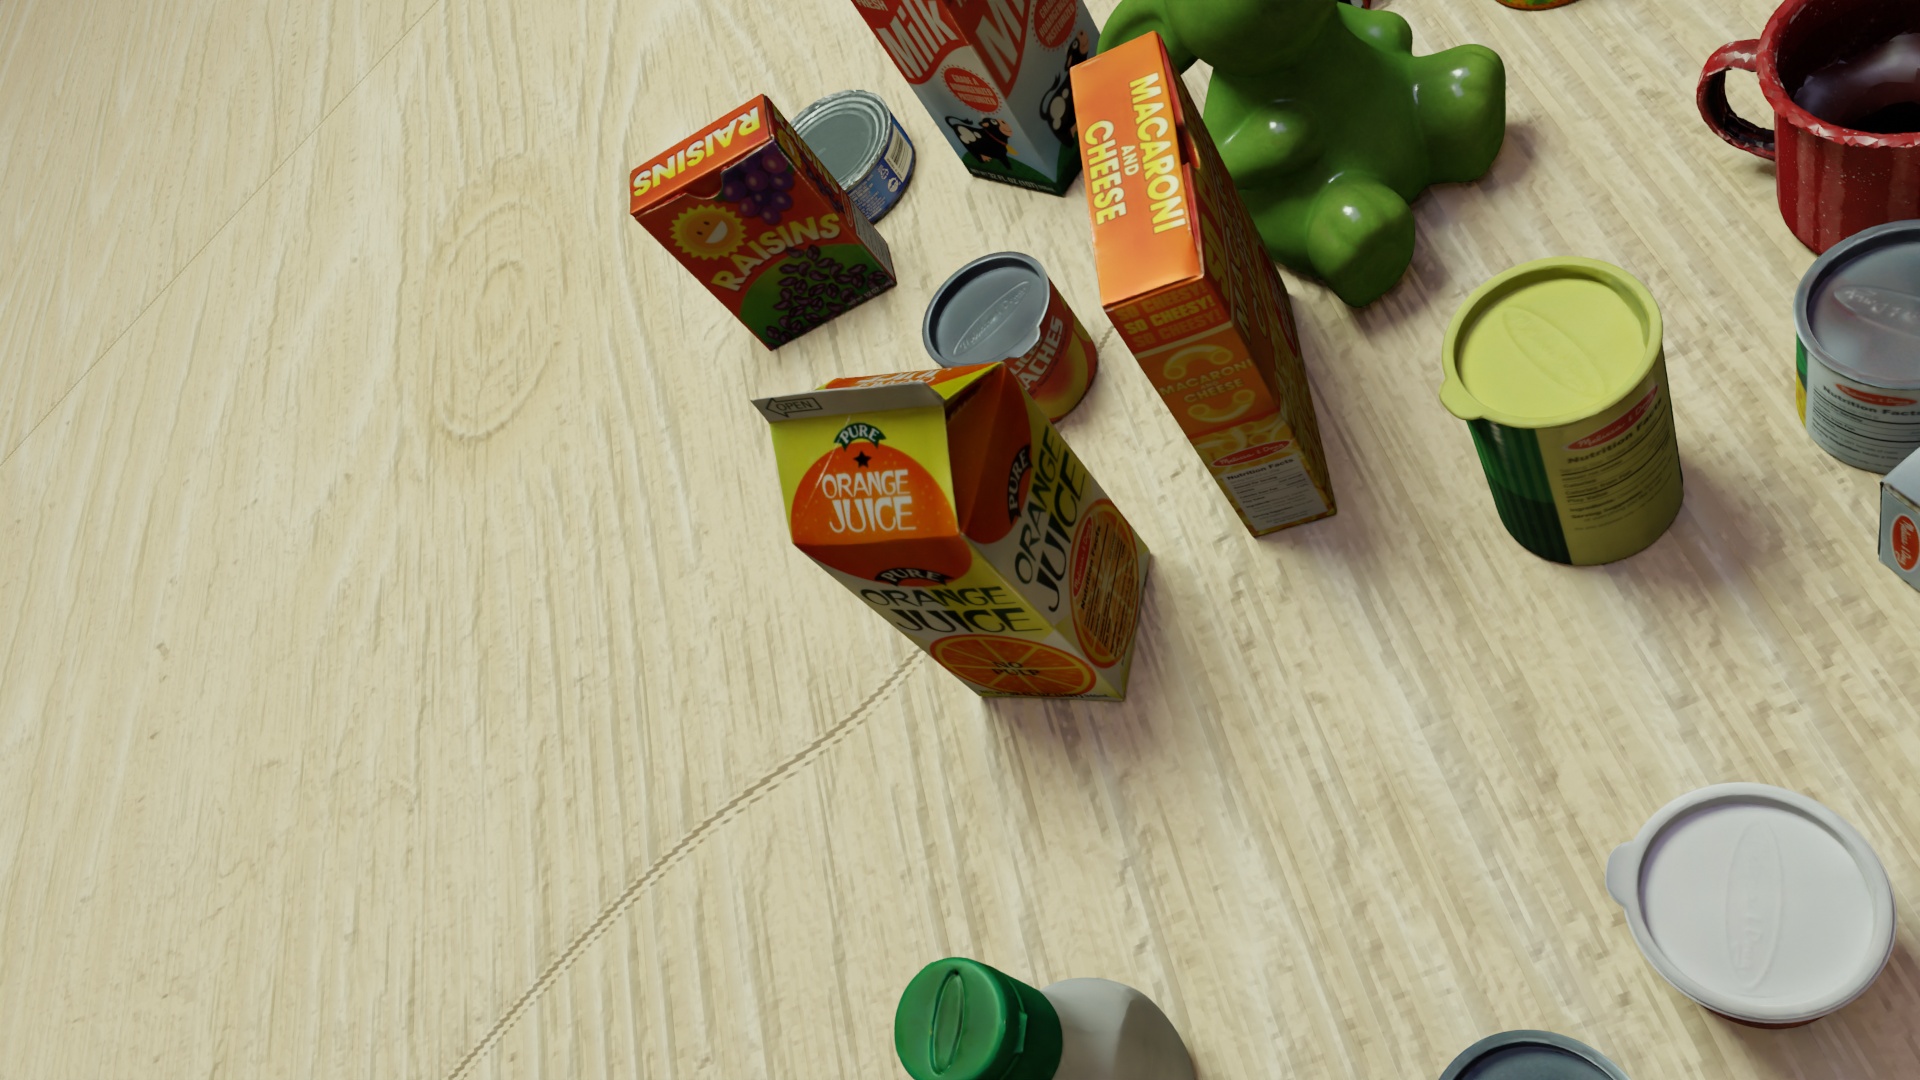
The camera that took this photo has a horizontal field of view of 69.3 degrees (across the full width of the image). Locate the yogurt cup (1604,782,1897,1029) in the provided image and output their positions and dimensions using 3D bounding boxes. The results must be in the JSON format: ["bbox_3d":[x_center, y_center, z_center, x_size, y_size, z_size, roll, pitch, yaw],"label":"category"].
[{"bbox_3d":[0.236,0.112,0.412,0.072,0.054,0.073,-15,56,23],"label":"yogurt cup"}]

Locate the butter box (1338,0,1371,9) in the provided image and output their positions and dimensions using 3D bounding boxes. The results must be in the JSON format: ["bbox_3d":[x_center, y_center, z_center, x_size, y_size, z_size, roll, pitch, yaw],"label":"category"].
[{"bbox_3d":[0.151,-0.285,0.702,0.103,0.053,0.024,1,63,31],"label":"butter box"}]

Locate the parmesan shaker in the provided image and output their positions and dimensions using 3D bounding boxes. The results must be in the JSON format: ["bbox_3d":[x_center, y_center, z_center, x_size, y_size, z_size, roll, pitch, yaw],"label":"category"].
[{"bbox_3d":[0.210,-0.041,0.487,0.071,0.103,0.071,-15,56,23],"label":"parmesan shaker"}]

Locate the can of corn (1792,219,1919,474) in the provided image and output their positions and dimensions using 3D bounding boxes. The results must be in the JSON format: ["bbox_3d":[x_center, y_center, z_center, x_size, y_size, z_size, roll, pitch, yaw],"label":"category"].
[{"bbox_3d":[0.320,-0.066,0.467,0.071,0.058,0.071,-15,56,23],"label":"can of corn"}]

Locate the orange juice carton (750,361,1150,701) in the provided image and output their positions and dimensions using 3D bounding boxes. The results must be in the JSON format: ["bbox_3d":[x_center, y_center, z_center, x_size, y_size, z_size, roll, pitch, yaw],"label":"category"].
[{"bbox_3d":[0.002,-0.007,0.531,0.072,0.192,0.073,-2,62,30],"label":"orange juice carton"}]

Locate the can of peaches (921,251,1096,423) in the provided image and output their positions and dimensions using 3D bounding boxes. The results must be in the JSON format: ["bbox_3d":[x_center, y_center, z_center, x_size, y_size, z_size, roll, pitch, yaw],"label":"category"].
[{"bbox_3d":[0.025,-0.092,0.657,0.071,0.058,0.071,-15,56,23],"label":"can of peaches"}]

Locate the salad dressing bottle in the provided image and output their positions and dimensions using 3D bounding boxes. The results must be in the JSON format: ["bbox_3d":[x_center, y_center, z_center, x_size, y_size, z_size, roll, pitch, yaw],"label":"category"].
[{"bbox_3d":[0.030,0.165,0.440,0.044,0.147,0.064,-5,60,29],"label":"salad dressing bottle"}]

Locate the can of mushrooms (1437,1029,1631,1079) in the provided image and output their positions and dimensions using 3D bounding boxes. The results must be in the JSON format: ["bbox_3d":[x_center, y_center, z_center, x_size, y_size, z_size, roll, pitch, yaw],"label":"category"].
[{"bbox_3d":[0.178,0.186,0.415,0.071,0.033,0.071,-15,56,23],"label":"can of mushrooms"}]

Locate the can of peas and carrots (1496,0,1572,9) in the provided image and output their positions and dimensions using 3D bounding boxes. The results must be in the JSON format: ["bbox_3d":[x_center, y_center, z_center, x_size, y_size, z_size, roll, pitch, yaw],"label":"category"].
[{"bbox_3d":[0.264,-0.287,0.633,0.071,0.058,0.071,-15,56,23],"label":"can of peas and carrots"}]

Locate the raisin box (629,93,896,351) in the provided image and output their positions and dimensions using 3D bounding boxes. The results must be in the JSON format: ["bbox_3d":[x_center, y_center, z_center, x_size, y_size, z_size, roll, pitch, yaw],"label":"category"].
[{"bbox_3d":[-0.102,-0.164,0.733,0.086,0.123,0.040,-24,53,17],"label":"raisin box"}]

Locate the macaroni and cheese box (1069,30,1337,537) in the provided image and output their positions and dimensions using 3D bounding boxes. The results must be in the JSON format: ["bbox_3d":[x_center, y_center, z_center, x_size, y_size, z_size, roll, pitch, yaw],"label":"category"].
[{"bbox_3d":[0.098,-0.095,0.545,0.040,0.166,0.124,-18,55,21],"label":"macaroni and cheese box"}]

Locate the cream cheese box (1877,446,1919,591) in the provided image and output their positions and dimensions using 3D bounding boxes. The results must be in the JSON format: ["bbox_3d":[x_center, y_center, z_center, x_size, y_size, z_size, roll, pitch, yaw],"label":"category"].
[{"bbox_3d":[0.338,-0.032,0.438,0.104,0.053,0.024,-41,50,3],"label":"cream cheese box"}]

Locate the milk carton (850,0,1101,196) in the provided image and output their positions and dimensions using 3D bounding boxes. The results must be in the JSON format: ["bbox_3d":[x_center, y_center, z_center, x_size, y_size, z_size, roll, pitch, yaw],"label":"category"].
[{"bbox_3d":[0.006,-0.263,0.685,0.072,0.190,0.073,25,77,38],"label":"milk carton"}]
